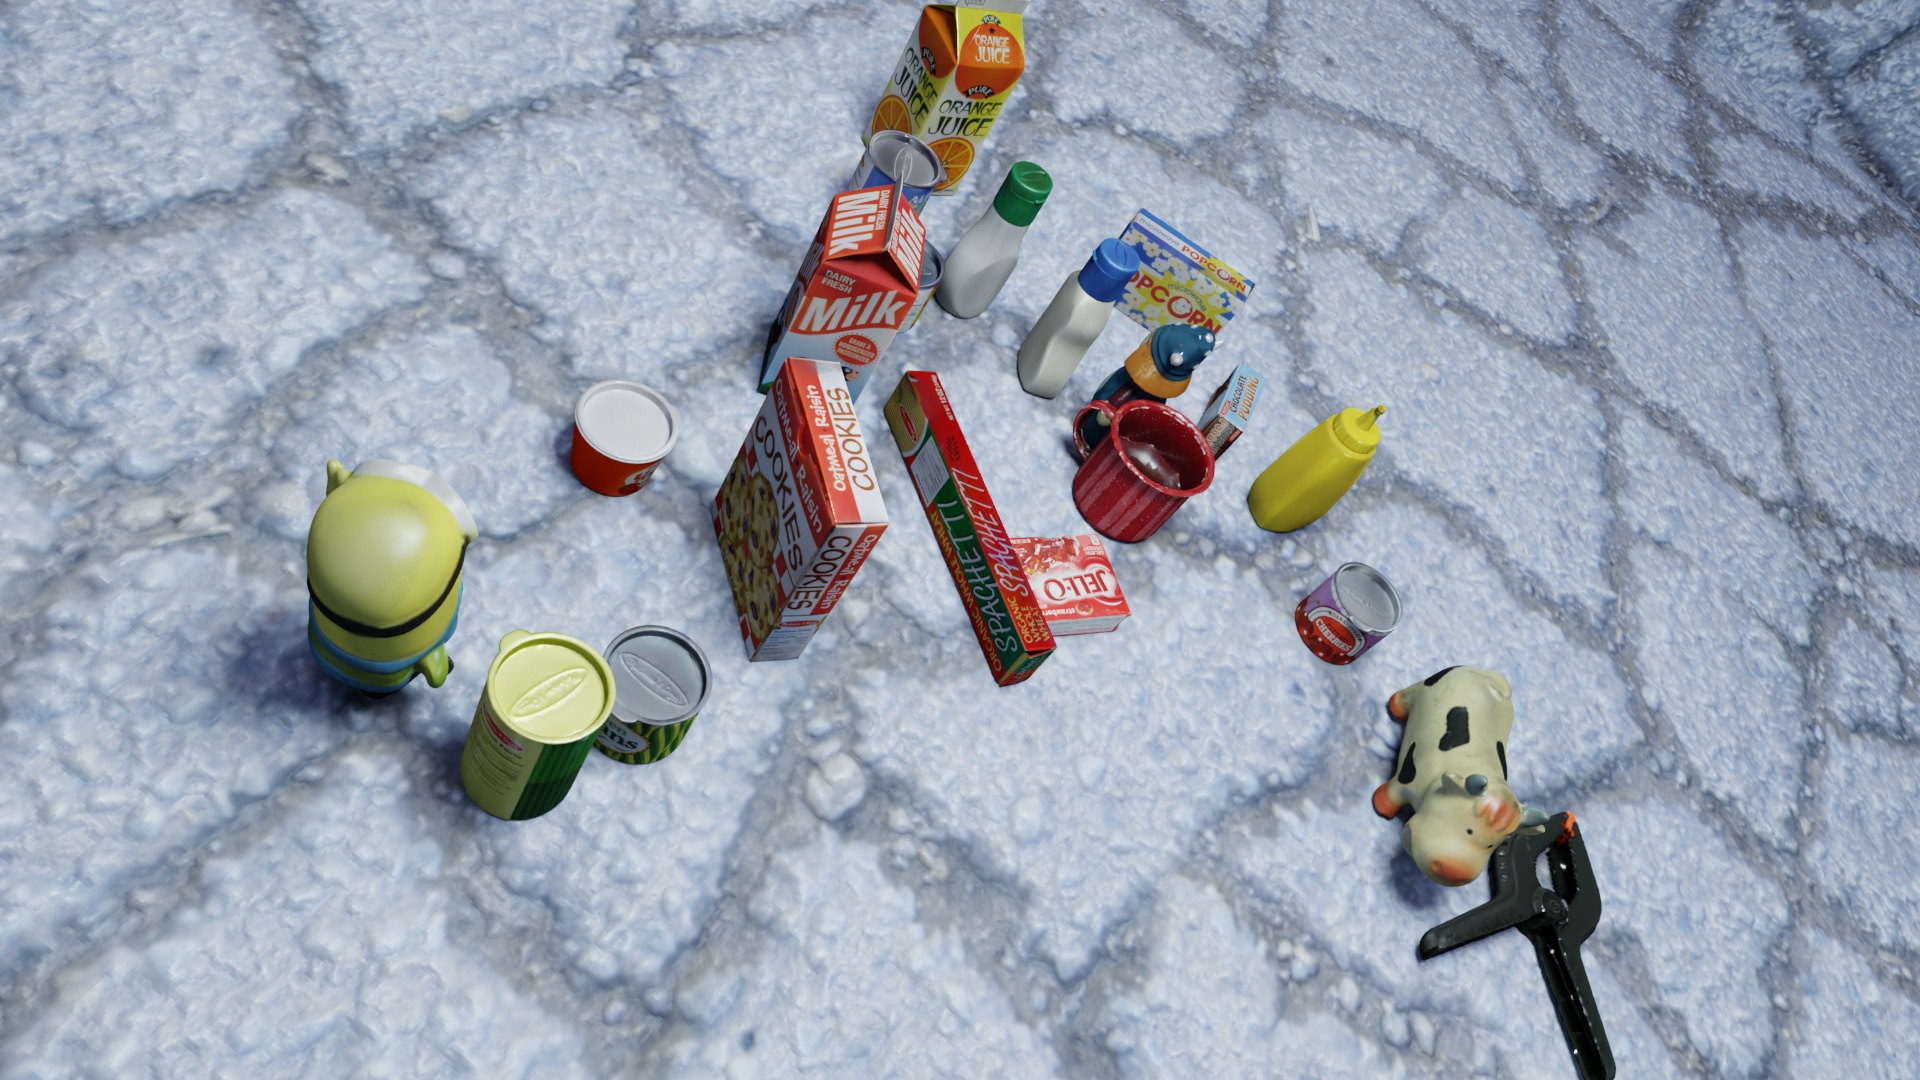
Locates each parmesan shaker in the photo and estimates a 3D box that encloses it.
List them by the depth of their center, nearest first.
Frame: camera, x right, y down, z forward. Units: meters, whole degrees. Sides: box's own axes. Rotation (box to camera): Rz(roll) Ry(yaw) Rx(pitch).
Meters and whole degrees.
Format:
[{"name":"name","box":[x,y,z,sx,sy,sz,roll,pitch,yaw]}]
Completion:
[{"name":"parmesan shaker","box":[-0.237,0.102,0.769,0.071,0.102,0.071,15,51,-19]}]

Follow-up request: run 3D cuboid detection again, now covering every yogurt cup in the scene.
[{"name":"yogurt cup","box":[-0.229,-0.066,0.931,0.072,0.053,0.073,15,51,-19]}]

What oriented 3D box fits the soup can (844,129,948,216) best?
[{"name":"soup can","box":[-0.059,-0.291,1.171,0.071,0.083,0.072,15,51,-19]}]

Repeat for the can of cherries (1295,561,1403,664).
[{"name":"can of cherries","box":[0.316,0.061,1.137,0.071,0.058,0.072,15,51,-19]}]

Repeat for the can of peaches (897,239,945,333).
[{"name":"can of peaches","box":[-0.054,-0.213,1.135,0.071,0.057,0.071,15,51,-19]}]

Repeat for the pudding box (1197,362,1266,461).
[{"name":"pudding box","box":[0.237,-0.114,1.229,0.030,0.049,0.084,34,47,-3]}]

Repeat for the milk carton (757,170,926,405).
[{"name":"milk carton","box":[-0.080,-0.177,1.004,0.073,0.189,0.073,18,50,-17]}]

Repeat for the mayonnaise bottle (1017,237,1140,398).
[{"name":"mayonnaise bottle","box":[0.095,-0.183,1.134,0.041,0.147,0.065,15,51,-19]}]

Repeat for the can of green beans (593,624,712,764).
[{"name":"can of green beans","box":[-0.189,0.093,0.833,0.071,0.057,0.071,15,51,-19]}]

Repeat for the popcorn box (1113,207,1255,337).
[{"name":"popcorn box","box":[0.190,-0.233,1.266,0.127,0.084,0.038,33,47,-3]}]

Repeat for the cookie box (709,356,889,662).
[{"name":"cookie box","box":[-0.108,-0.017,0.885,0.040,0.166,0.123,-2,58,-30]}]

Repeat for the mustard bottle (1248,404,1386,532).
[{"name":"mustard bottle","box":[0.305,-0.066,1.156,0.065,0.159,0.049,1,57,-29]}]

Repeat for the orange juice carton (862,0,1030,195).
[{"name":"orange juice carton","box":[-0.009,-0.392,1.201,0.072,0.191,0.073,-9,62,-34]}]

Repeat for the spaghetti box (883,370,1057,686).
[{"name":"spaghetti box","box":[0.004,-0.013,1.024,0.029,0.050,0.251,-6,60,-32]}]

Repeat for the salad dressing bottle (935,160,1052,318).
[{"name":"salad dressing bottle","box":[0.028,-0.247,1.144,0.064,0.147,0.044,-20,68,-38]}]
